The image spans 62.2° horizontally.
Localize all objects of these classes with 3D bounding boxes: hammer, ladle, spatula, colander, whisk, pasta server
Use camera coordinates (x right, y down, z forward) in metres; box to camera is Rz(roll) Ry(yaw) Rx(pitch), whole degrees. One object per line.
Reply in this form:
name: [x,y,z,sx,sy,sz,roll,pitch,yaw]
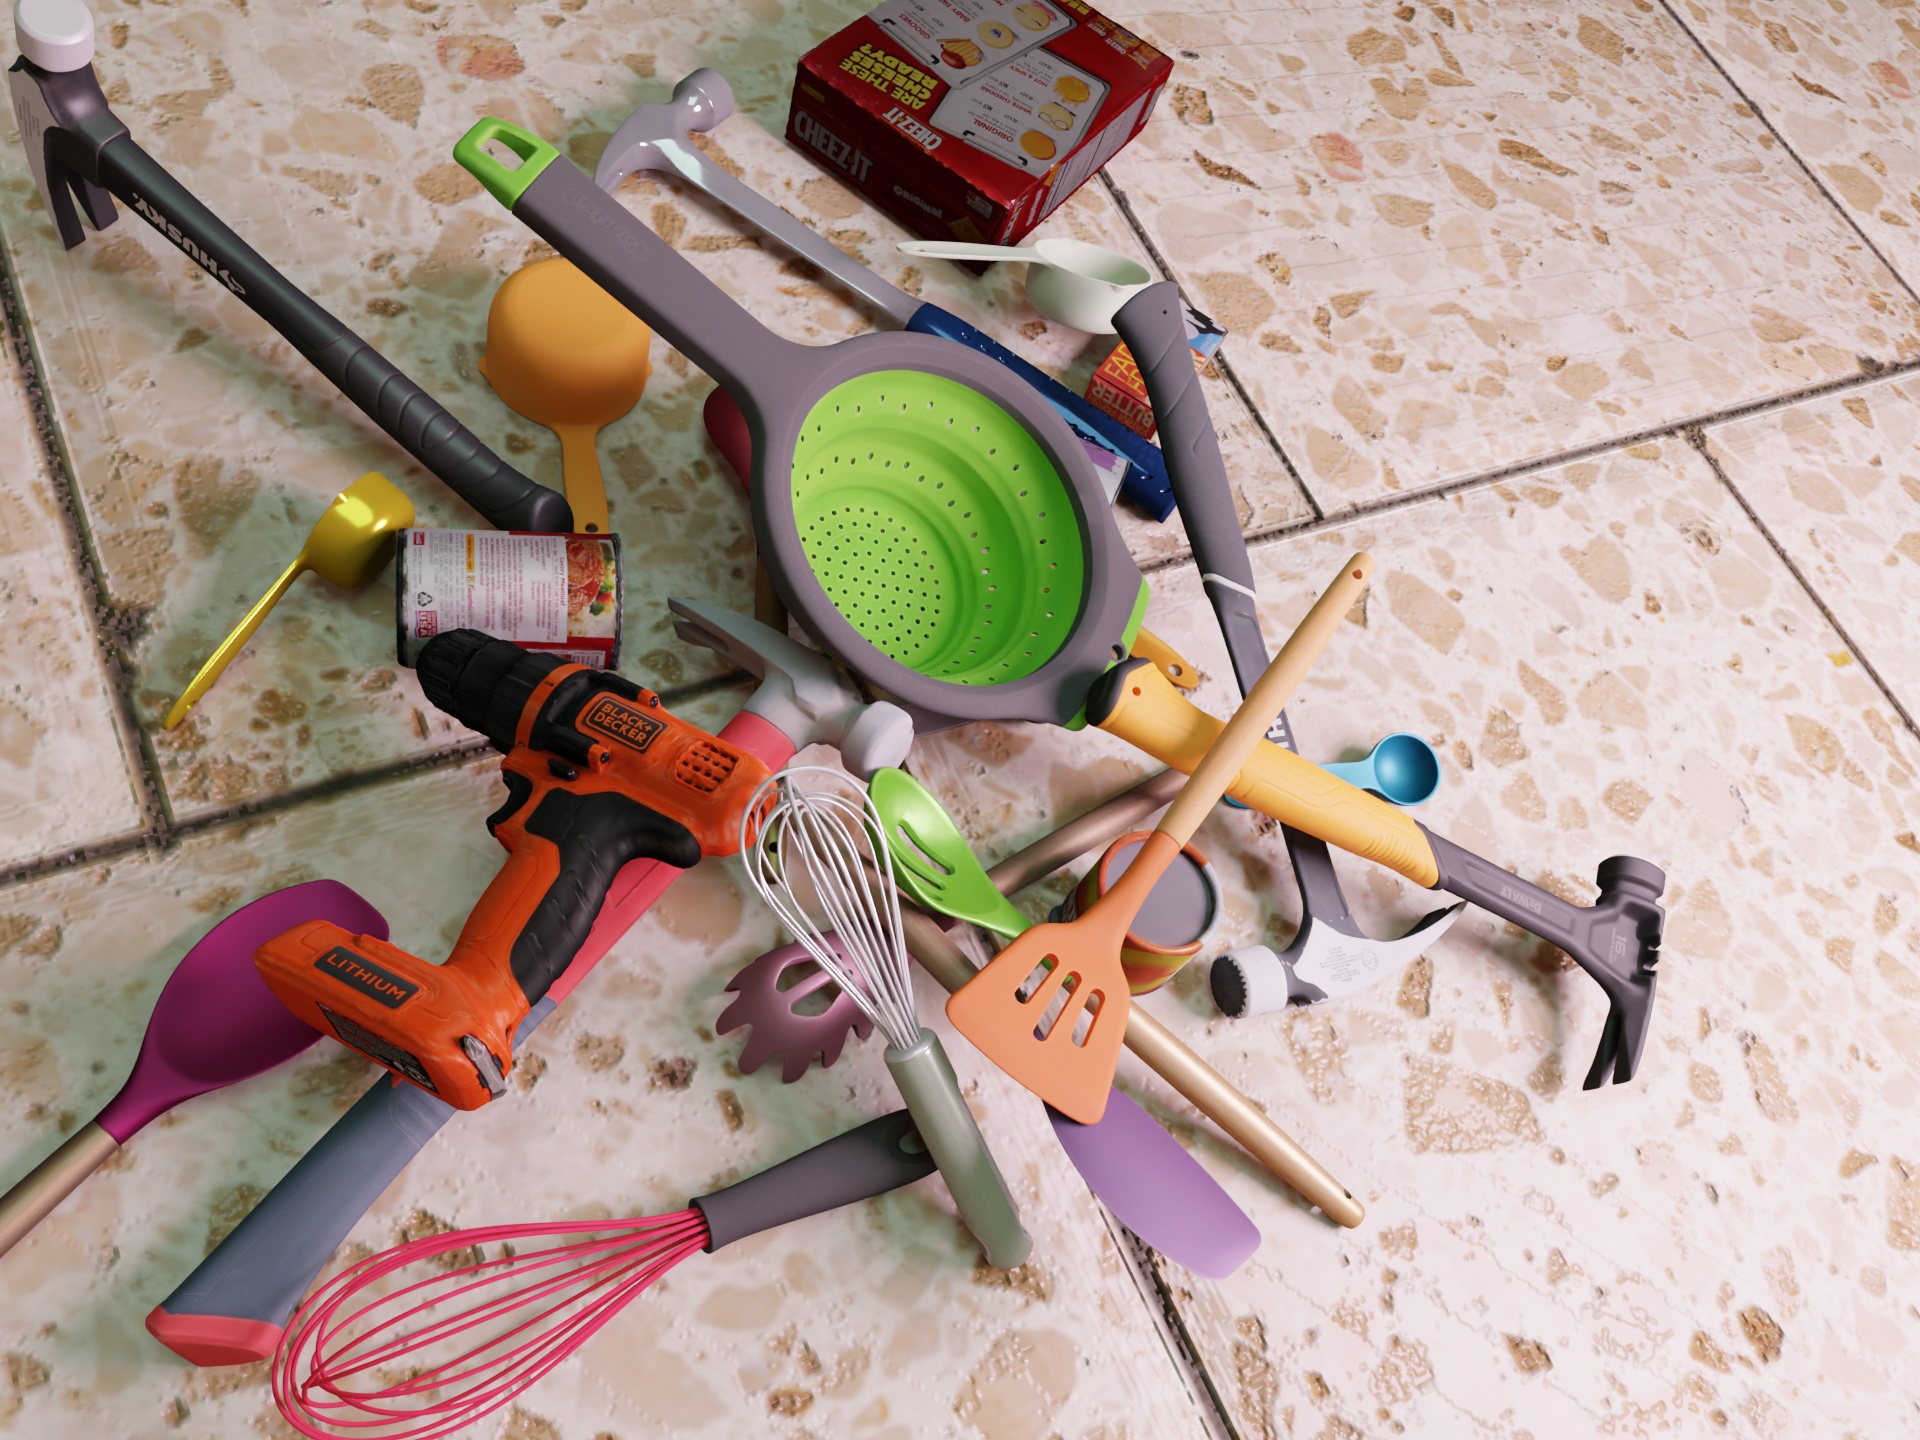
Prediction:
hammer: [-0.191,0.098,0.684,0.143,0.038,0.386,29,60,22]
hammer: [0.210,0.065,0.799,0.336,0.034,0.127,27,62,-12]
ladle: [-0.100,-0.063,0.831,0.069,0.031,0.316,5,61,-17]
hammer: [-0.038,-0.243,0.950,0.405,0.035,0.144,35,56,4]
spatula: [0.006,0.122,0.703,0.316,0.018,0.059,43,35,24]
hammer: [-0.329,-0.195,0.794,0.334,0.146,0.035,41,57,-5]
colander: [-0.088,-0.135,0.792,0.397,0.094,0.205,38,57,-15]
hammer: [0.155,-0.053,0.857,0.149,0.036,0.409,-7,75,-24]
spatula: [0.111,0.035,0.731,0.081,0.041,0.323,37,69,2]
whisk: [-0.123,0.213,0.646,0.295,0.073,0.073,-13,66,-32]
pasta server: [0.020,0.081,0.787,0.316,0.040,0.060,-26,71,-33]
whisk: [-0.024,0.130,0.672,0.059,0.058,0.246,-27,104,-9]

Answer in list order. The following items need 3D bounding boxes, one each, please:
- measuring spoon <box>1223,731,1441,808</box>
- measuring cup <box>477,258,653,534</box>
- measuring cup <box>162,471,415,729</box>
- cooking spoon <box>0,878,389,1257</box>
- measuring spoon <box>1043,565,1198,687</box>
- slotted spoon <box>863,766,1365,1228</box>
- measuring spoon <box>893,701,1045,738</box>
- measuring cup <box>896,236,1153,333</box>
measuring spoon: [0.203,0.035,0.880,0.128,0.021,0.042,-8,77,-12]
measuring cup: [-0.203,-0.172,0.844,0.095,0.052,0.174,-4,60,-20]
measuring cup: [-0.311,-0.051,0.747,0.029,0.062,0.156,35,67,-8]
cooking spoon: [-0.351,0.178,0.612,0.069,0.017,0.319,37,56,7]
measuring spoon: [0.084,-0.052,0.895,0.117,0.011,0.021,35,57,0]
slotted spoon: [0.070,0.136,0.741,0.313,0.031,0.070,41,26,-5]
measuring spoon: [-0.001,-0.003,0.837,0.124,0.018,0.034,-12,65,-16]
measuring cup: [0.036,-0.264,0.961,0.167,0.038,0.083,-2,36,-24]
